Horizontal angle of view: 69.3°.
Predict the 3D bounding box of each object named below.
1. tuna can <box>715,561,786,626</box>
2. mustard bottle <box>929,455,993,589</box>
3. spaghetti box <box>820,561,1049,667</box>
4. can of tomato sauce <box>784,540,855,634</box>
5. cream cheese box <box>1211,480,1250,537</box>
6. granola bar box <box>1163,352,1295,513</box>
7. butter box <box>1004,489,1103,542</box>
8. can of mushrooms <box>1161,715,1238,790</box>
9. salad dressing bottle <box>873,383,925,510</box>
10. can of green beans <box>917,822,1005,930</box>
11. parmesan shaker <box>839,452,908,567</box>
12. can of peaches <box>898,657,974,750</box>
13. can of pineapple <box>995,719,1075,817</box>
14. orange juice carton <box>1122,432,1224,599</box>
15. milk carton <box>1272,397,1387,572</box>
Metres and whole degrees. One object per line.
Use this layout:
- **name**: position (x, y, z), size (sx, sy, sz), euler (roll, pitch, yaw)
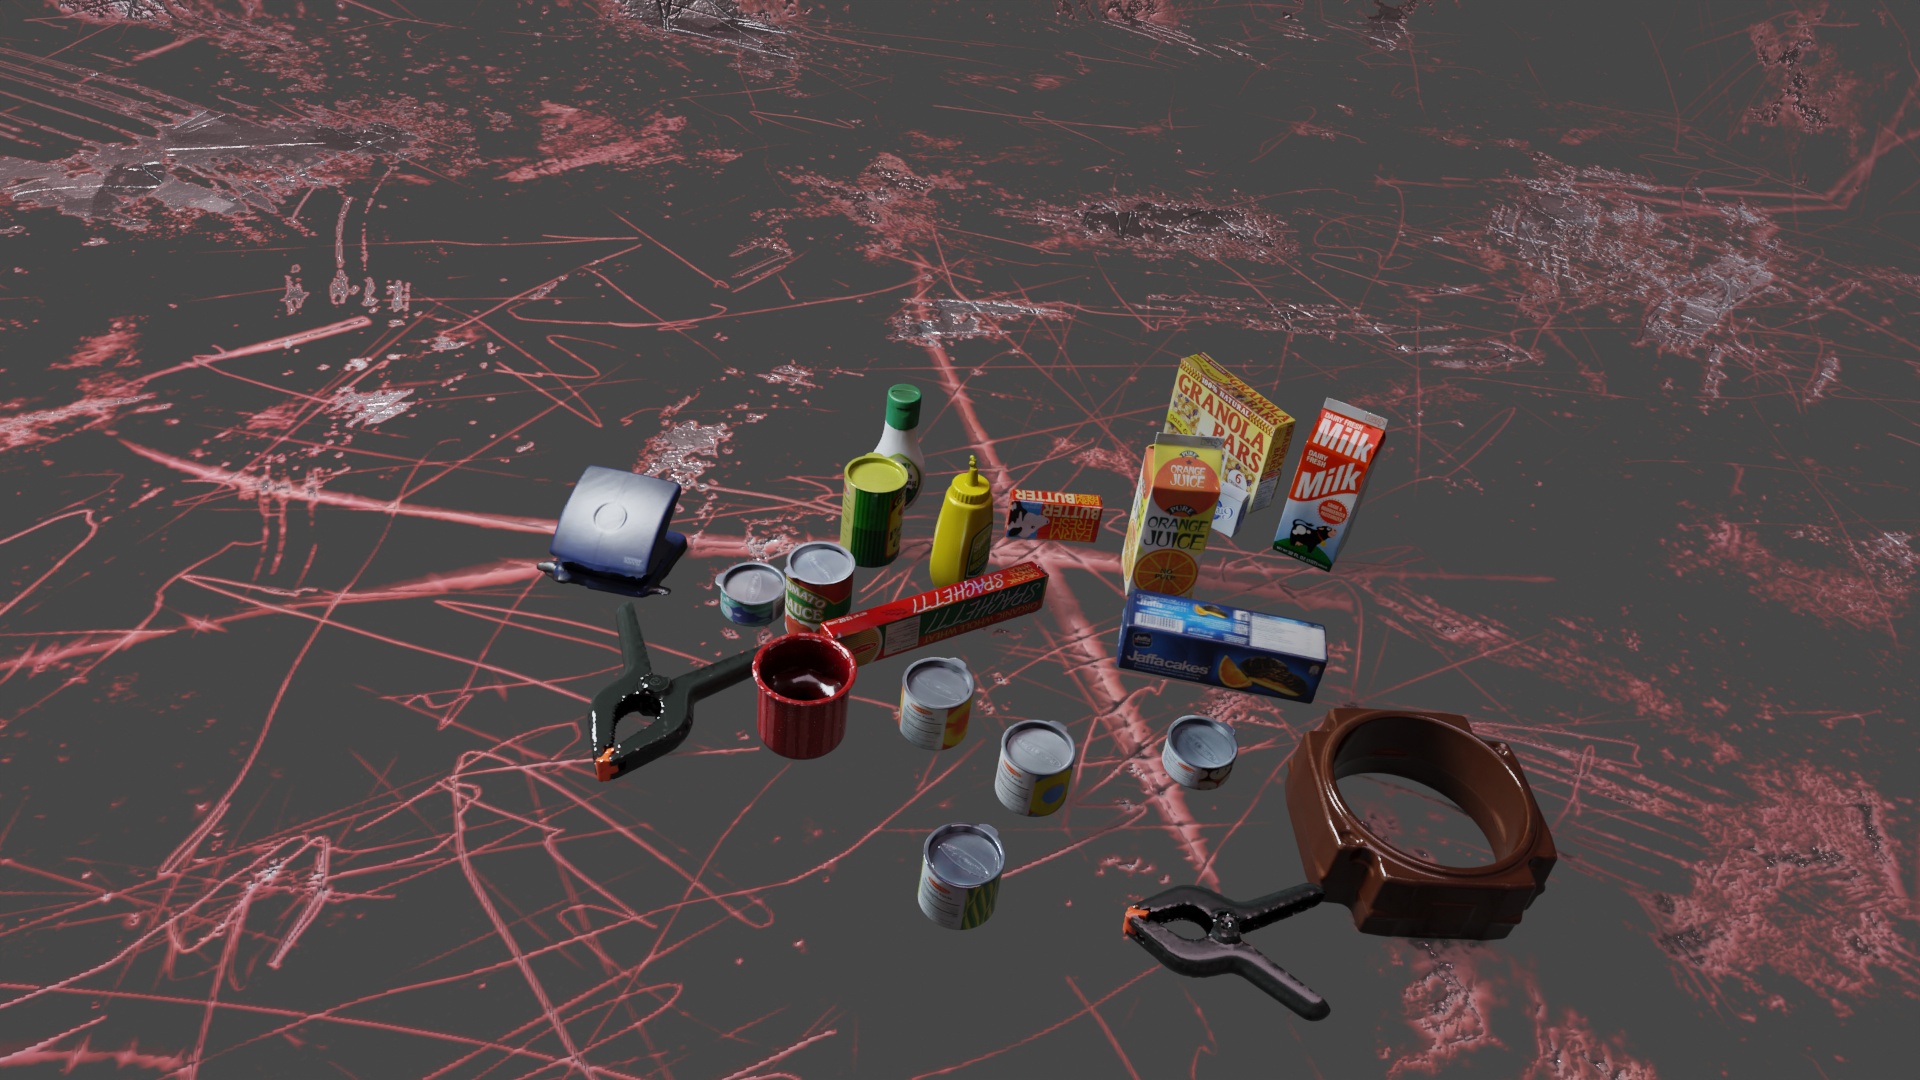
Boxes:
- **tuna can**: position (-0.211, 0.054, 1.399), size (0.071, 0.032, 0.071), euler (5, 38, -4)
- **mustard bottle**: position (0.005, -0.018, 1.426), size (0.049, 0.159, 0.065), euler (26, 41, 22)
- **spaghetti box**: position (-0.024, 0.076, 1.390), size (0.251, 0.049, 0.029), euler (-16, 43, -27)
- **can of tomato sauce**: position (-0.141, 0.054, 1.371), size (0.071, 0.082, 0.071), euler (5, 38, -4)
- **cream cheese box**: position (0.279, -0.050, 1.601), size (0.104, 0.053, 0.024), euler (28, 42, 24)
- **granola bar box**: position (0.317, -0.129, 1.653), size (0.039, 0.123, 0.166), euler (-17, 44, -29)
- **butter box**: position (0.103, -0.027, 1.541), size (0.103, 0.052, 0.024), euler (4, 38, -5)
- **can of mushrooms**: position (0.224, 0.197, 1.292), size (0.071, 0.033, 0.071), euler (5, 38, -4)
- **salad dressing bottle**: position (-0.068, -0.101, 1.530), size (0.064, 0.146, 0.044), euler (4, 38, -5)
- **can of green beans**: position (0.000, 0.274, 1.134), size (0.071, 0.057, 0.071), euler (5, 38, -4)
- **parmesan shaker**: position (-0.093, -0.031, 1.472), size (0.071, 0.102, 0.072), euler (5, 38, -4)
- **can of peaches**: position (-0.021, 0.151, 1.288), size (0.071, 0.057, 0.071), euler (5, 38, -4)
- **can of pineapple**: position (0.068, 0.203, 1.238), size (0.071, 0.057, 0.071), euler (5, 38, -4)
- **orange juice carton**: position (0.222, -0.032, 1.455), size (0.072, 0.191, 0.073), euler (6, 38, -3)
- **milk carton**: position (0.412, -0.067, 1.536), size (0.072, 0.189, 0.074), euler (23, 40, 19)
